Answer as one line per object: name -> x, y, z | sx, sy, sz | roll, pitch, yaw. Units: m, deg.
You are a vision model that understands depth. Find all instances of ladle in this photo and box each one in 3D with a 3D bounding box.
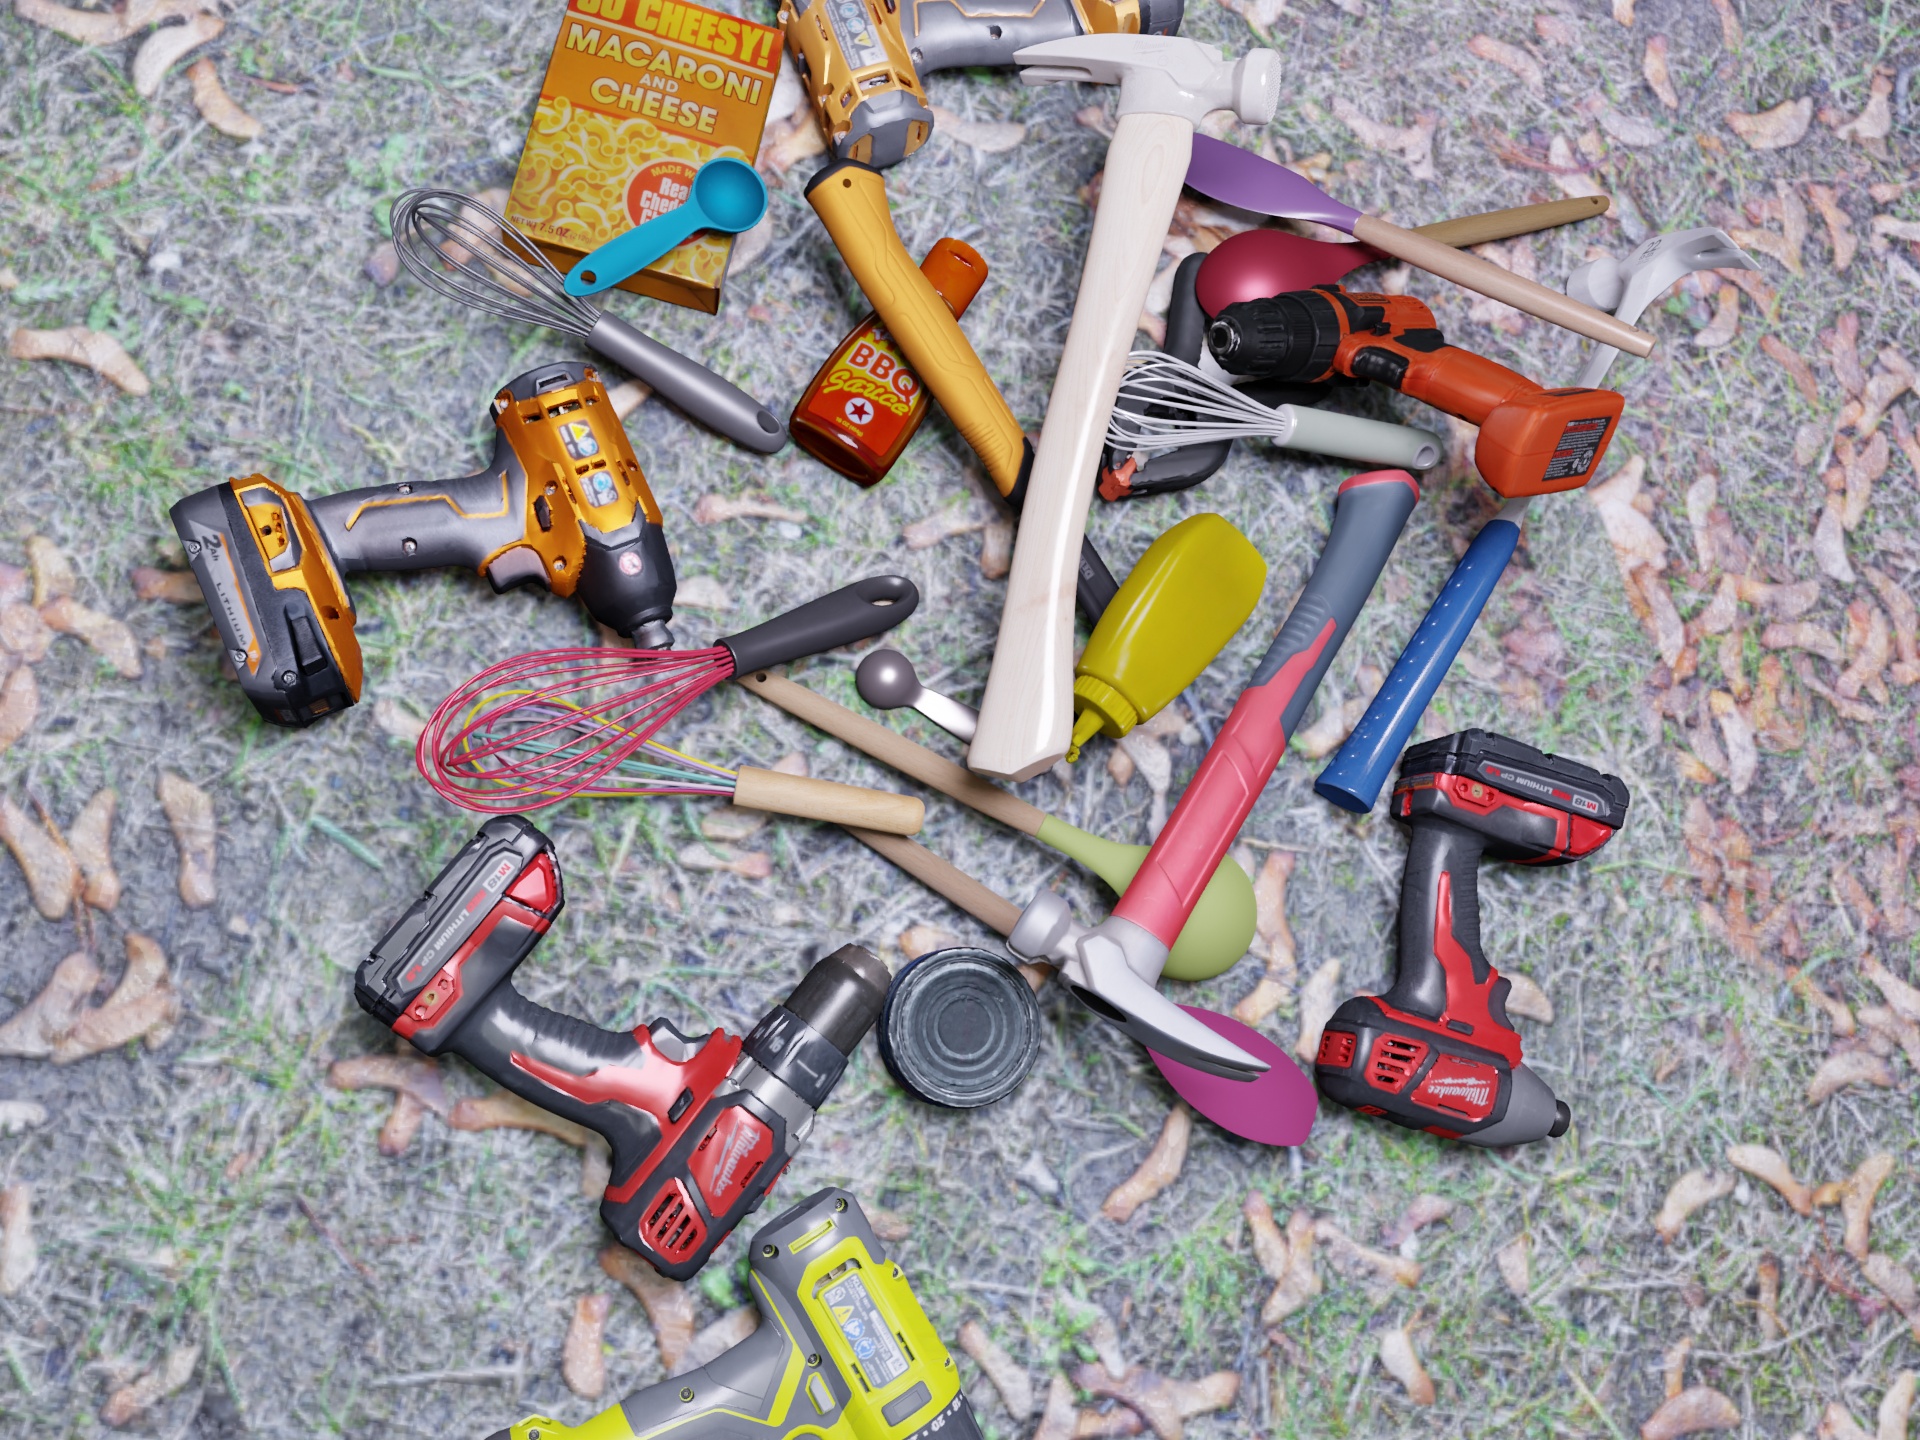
ladle -> 0.019, 0.049, 0.880 | 0.320, 0.062, 0.078 | 27, 73, 2
ladle -> 0.286, -0.297, 0.991 | 0.315, 0.031, 0.069 | -17, 74, -22

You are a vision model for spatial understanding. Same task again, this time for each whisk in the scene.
whisk -> -0.138, -0.026, 0.817 | 0.296, 0.073, 0.073 | -23, 84, -35
whisk -> -0.199, -0.213, 0.869 | 0.238, 0.055, 0.055 | 30, 74, -16
whisk -> 0.178, -0.172, 0.918 | 0.246, 0.059, 0.057 | 5, 121, -24
whisk -> -0.139, 0.026, 0.838 | 0.245, 0.051, 0.047 | 11, 70, -6

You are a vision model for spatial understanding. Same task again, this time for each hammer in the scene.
hammer -> 0.012, -0.155, 0.883 | 0.127, 0.034, 0.337 | -36, 99, -18
hammer -> 0.180, 0.008, 0.875 | 0.143, 0.038, 0.386 | 32, 63, 6
hammer -> 0.057, -0.171, 0.843 | 0.146, 0.038, 0.411 | 11, 81, 18
hammer -> 0.328, -0.124, 0.938 | 0.035, 0.144, 0.405 | 35, 81, -14

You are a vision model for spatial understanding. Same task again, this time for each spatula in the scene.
spatula -> 0.256, -0.282, 0.938 | 0.316, 0.018, 0.060 | 31, 55, 20

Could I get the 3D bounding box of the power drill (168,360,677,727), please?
power drill -> -0.263, -0.078, 0.823 | 0.226, 0.084, 0.164 | -23, 84, -19

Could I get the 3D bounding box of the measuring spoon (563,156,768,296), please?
measuring spoon -> -0.162, -0.263, 0.867 | 0.128, 0.021, 0.042 | -36, 98, -17

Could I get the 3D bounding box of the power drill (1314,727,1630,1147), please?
power drill -> 0.294, 0.127, 0.897 | 0.143, 0.078, 0.220 | 19, 78, -7

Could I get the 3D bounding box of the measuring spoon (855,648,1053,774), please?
measuring spoon -> -0.001, -0.003, 0.891 | 0.124, 0.018, 0.034 | 28, 78, -5

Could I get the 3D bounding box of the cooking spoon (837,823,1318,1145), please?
cooking spoon -> 0.061, 0.132, 0.869 | 0.319, 0.017, 0.069 | 33, 47, 0

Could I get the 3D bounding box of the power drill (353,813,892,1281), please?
power drill -> -0.163, 0.142, 0.802 | 0.226, 0.080, 0.188 | 40, 74, -4

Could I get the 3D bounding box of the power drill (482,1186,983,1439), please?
power drill -> -0.102, 0.366, 0.767 | 0.228, 0.080, 0.190 | -29, 85, -18

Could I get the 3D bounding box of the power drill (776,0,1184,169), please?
power drill -> -0.003, -0.446, 0.953 | 0.226, 0.084, 0.185 | -21, 82, -10
